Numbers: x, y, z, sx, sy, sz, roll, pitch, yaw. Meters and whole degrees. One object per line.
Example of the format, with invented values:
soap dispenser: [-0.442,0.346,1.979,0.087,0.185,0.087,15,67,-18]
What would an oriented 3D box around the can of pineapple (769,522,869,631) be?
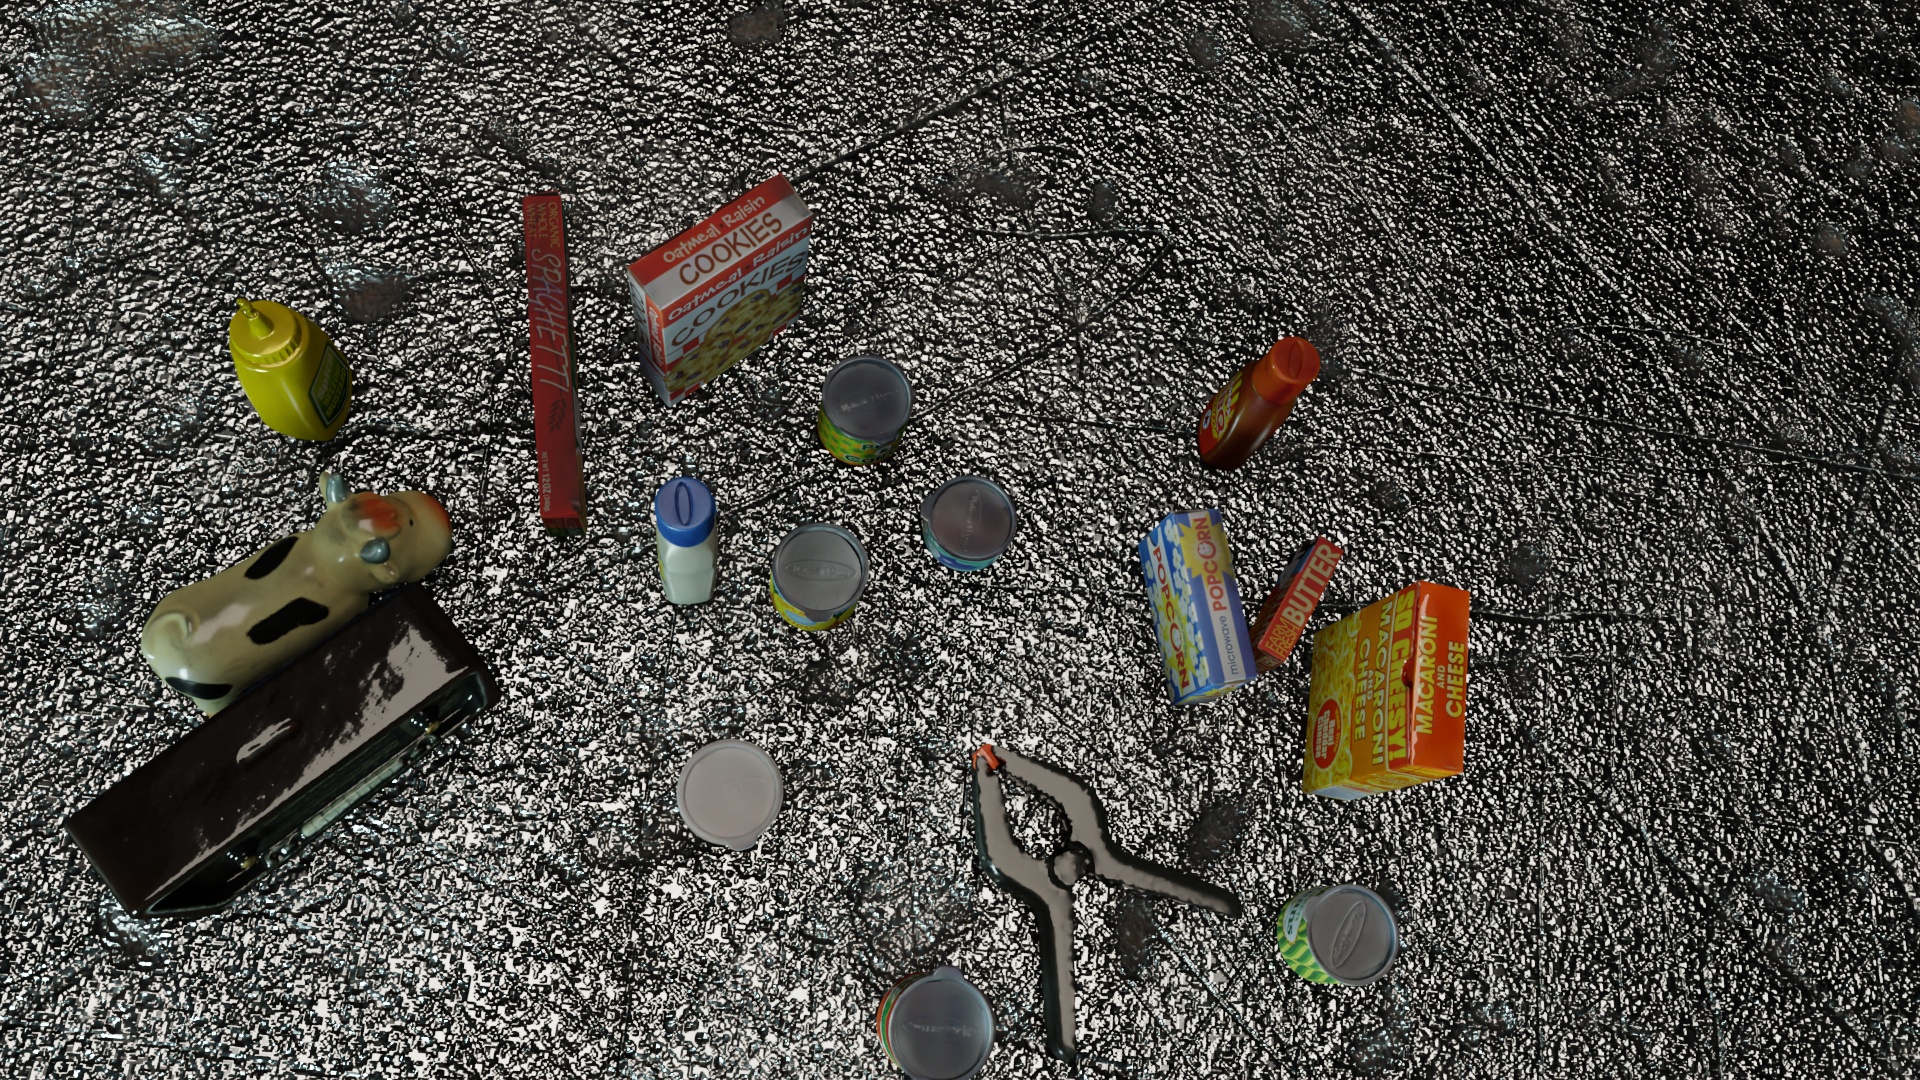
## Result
can of pineapple: [-0.100,0.028,0.971,0.071,0.057,0.071,3,73,-9]

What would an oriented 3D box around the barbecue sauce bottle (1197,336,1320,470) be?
barbecue sauce bottle: [0.218,-0.103,1.019,0.044,0.148,0.065,14,72,-6]

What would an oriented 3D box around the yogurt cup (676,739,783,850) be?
yogurt cup: [-0.153,0.169,0.921,0.072,0.053,0.072,3,73,-9]

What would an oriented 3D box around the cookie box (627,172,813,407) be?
cookie box: [-0.166,-0.170,0.962,0.123,0.167,0.040,-38,83,-18]

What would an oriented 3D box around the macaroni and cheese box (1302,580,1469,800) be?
macaroni and cheese box: [0.289,0.108,0.958,0.040,0.166,0.124,11,72,-6]

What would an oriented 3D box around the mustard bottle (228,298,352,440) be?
mustard bottle: [-0.438,-0.116,0.902,0.049,0.159,0.065,12,72,-6]

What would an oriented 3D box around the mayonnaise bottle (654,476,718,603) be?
mayonnaise bottle: [-0.181,-0.003,0.919,0.041,0.147,0.065,-5,75,-11]

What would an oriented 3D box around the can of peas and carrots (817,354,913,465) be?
can of peas and carrots: [-0.069,-0.092,1.013,0.071,0.058,0.071,3,73,-9]

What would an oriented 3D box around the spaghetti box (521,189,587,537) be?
spaghetti box: [-0.289,-0.127,0.990,0.029,0.050,0.250,-5,74,-11]

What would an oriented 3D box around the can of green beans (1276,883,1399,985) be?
can of green beans: [0.260,0.272,0.960,0.071,0.057,0.071,3,73,-9]

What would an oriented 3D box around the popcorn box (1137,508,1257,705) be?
popcorn box: [0.168,0.049,0.997,0.038,0.085,0.127,-7,75,-12]

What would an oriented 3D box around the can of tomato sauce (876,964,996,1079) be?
can of tomato sauce: [-0.018,0.308,0.887,0.071,0.083,0.071,3,73,-9]

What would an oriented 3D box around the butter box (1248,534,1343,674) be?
butter box: [0.243,0.049,1.027,0.024,0.053,0.104,33,71,1]

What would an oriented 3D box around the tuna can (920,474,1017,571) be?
tuna can: [0.004,-0.013,1.015,0.071,0.032,0.071,3,73,-9]
